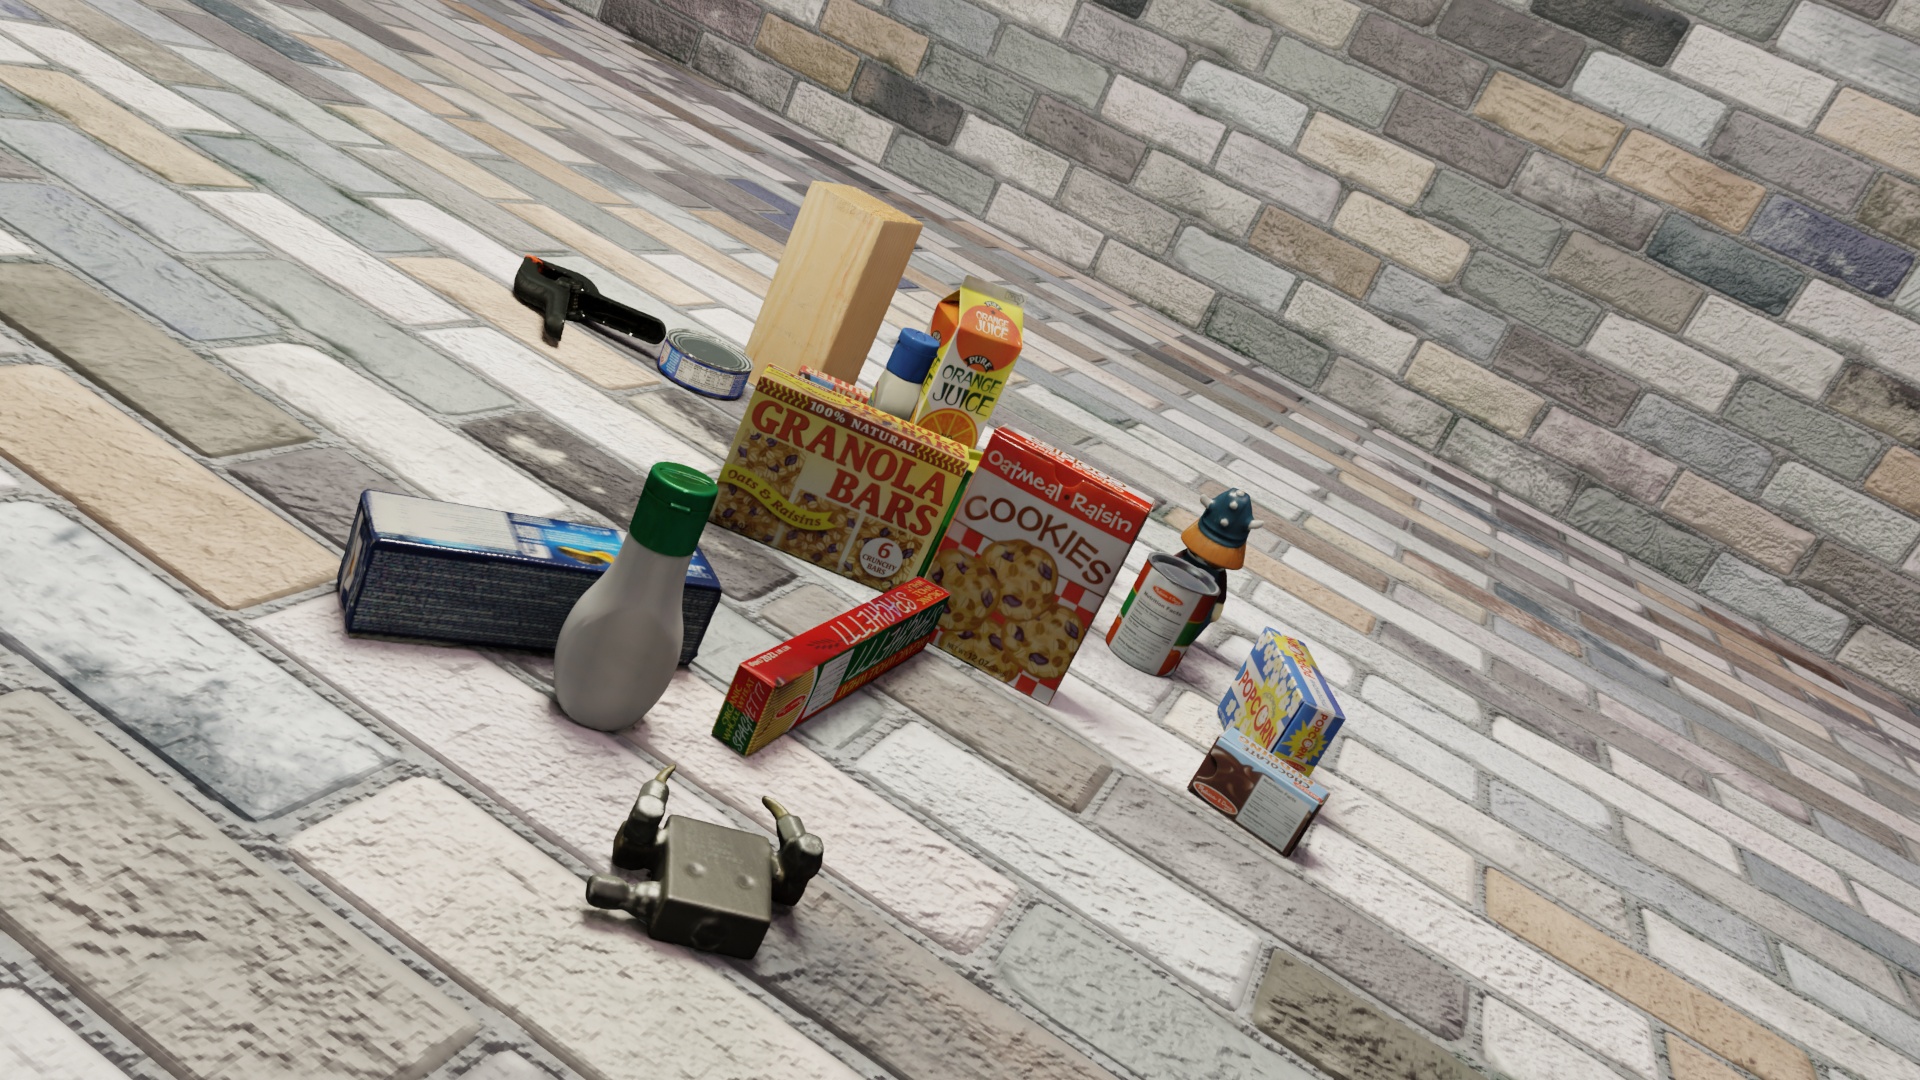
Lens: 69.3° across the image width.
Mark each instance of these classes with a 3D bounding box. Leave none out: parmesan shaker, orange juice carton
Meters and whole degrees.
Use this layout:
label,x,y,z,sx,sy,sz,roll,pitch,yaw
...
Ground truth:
label,x,y,z,sx,sy,sz,roll,pitch,yaw
parmesan shaker,0.004,-0.014,1.119,0.071,0.102,0.071,23,20,-8
orange juice carton,-0.003,-0.161,1.347,0.072,0.192,0.073,16,22,-26

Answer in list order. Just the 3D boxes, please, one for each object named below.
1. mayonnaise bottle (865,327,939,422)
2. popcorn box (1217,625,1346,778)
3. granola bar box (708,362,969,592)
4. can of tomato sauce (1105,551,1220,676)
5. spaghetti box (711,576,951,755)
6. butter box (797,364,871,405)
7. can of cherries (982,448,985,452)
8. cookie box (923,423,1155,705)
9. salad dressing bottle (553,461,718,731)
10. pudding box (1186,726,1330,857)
label,x,y,z,sx,sy,sz,roll,pitch,yaw
mayonnaise bottle,-0.064,-0.114,1.222,0.041,0.147,0.065,21,20,-14
popcorn box,0.242,0.133,1.062,0.038,0.085,0.127,22,20,-10
granola bar box,-0.093,-0.044,1.047,0.165,0.123,0.039,23,20,-8
can of tomato sauce,0.168,0.061,1.156,0.071,0.082,0.071,23,20,-8
spaghetti box,-0.074,0.073,0.886,0.029,0.050,0.251,31,21,15
butter box,-0.114,-0.123,1.324,0.103,0.053,0.024,21,20,-12
can of cherries,0.043,-0.049,1.317,0.071,0.058,0.072,22,20,-8
cookie box,0.048,0.017,0.999,0.123,0.166,0.040,28,19,6
salad dressing bottle,-0.170,0.030,0.737,0.064,0.147,0.044,18,21,-20
pudding box,0.208,0.174,0.969,0.084,0.049,0.030,33,21,20
